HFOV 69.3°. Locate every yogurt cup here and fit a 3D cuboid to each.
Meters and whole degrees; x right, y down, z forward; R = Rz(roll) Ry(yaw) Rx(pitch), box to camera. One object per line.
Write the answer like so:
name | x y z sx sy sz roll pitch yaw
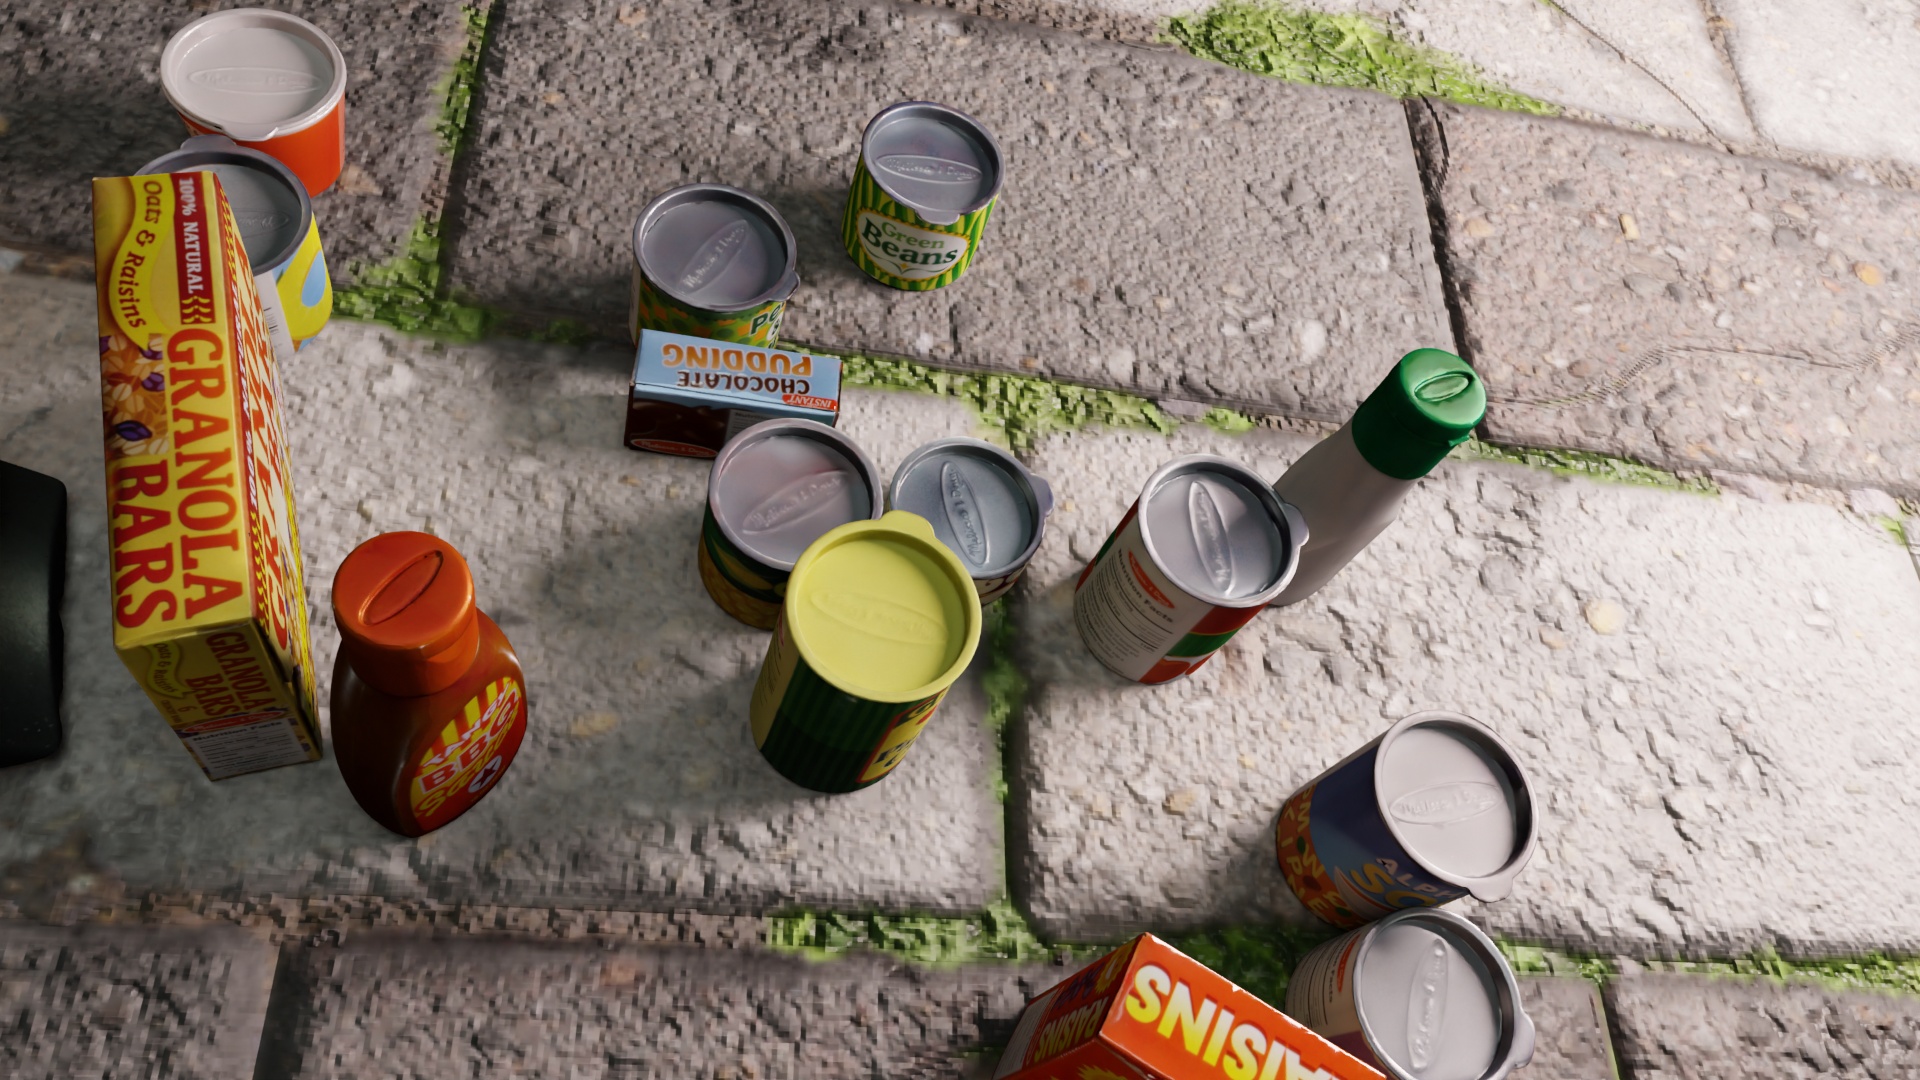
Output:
yogurt cup | -0.290 -0.178 0.579 0.072 0.053 0.073 7 61 -12

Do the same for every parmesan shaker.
parmesan shaker | -0.036 0.043 0.503 0.071 0.102 0.071 7 61 -12

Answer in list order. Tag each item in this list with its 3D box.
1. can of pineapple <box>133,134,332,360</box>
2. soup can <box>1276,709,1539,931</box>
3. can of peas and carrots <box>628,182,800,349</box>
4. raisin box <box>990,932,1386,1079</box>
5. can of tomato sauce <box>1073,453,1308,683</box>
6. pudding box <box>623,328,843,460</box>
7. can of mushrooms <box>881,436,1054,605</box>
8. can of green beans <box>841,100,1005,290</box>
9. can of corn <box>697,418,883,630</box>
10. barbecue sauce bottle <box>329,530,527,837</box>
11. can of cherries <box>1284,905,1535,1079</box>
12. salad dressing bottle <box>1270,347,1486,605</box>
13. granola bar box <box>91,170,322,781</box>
can of pineapple | -0.284 -0.112 0.543 0.071 0.057 0.071 7 61 -12
soup can | 0.170 0.113 0.535 0.071 0.083 0.071 7 61 -12
can of peas and carrots | -0.104 -0.106 0.590 0.071 0.058 0.071 7 61 -12
raisin box | 0.067 0.176 0.449 0.086 0.122 0.040 31 59 2
can of tomato sauce | 0.091 0.013 0.566 0.071 0.082 0.071 7 61 -12
pudding box | -0.094 -0.056 0.571 0.084 0.049 0.030 7 61 -12
can of mushrooms | 0.002 -0.007 0.581 0.071 0.033 0.071 7 61 -12
can of green beans | -0.019 -0.158 0.642 0.071 0.057 0.071 7 61 -12
can of corn | -0.067 -0.003 0.545 0.071 0.058 0.071 7 61 -12
barbecue sauce bottle | -0.169 0.045 0.438 0.044 0.147 0.065 37 59 5
can of cherries | 0.164 0.176 0.514 0.071 0.058 0.072 7 61 -12
salad dressing bottle | 0.159 -0.023 0.567 0.064 0.147 0.044 -19 69 -23
granola bar box | -0.249 -0.019 0.464 0.039 0.123 0.166 -9 66 -20
